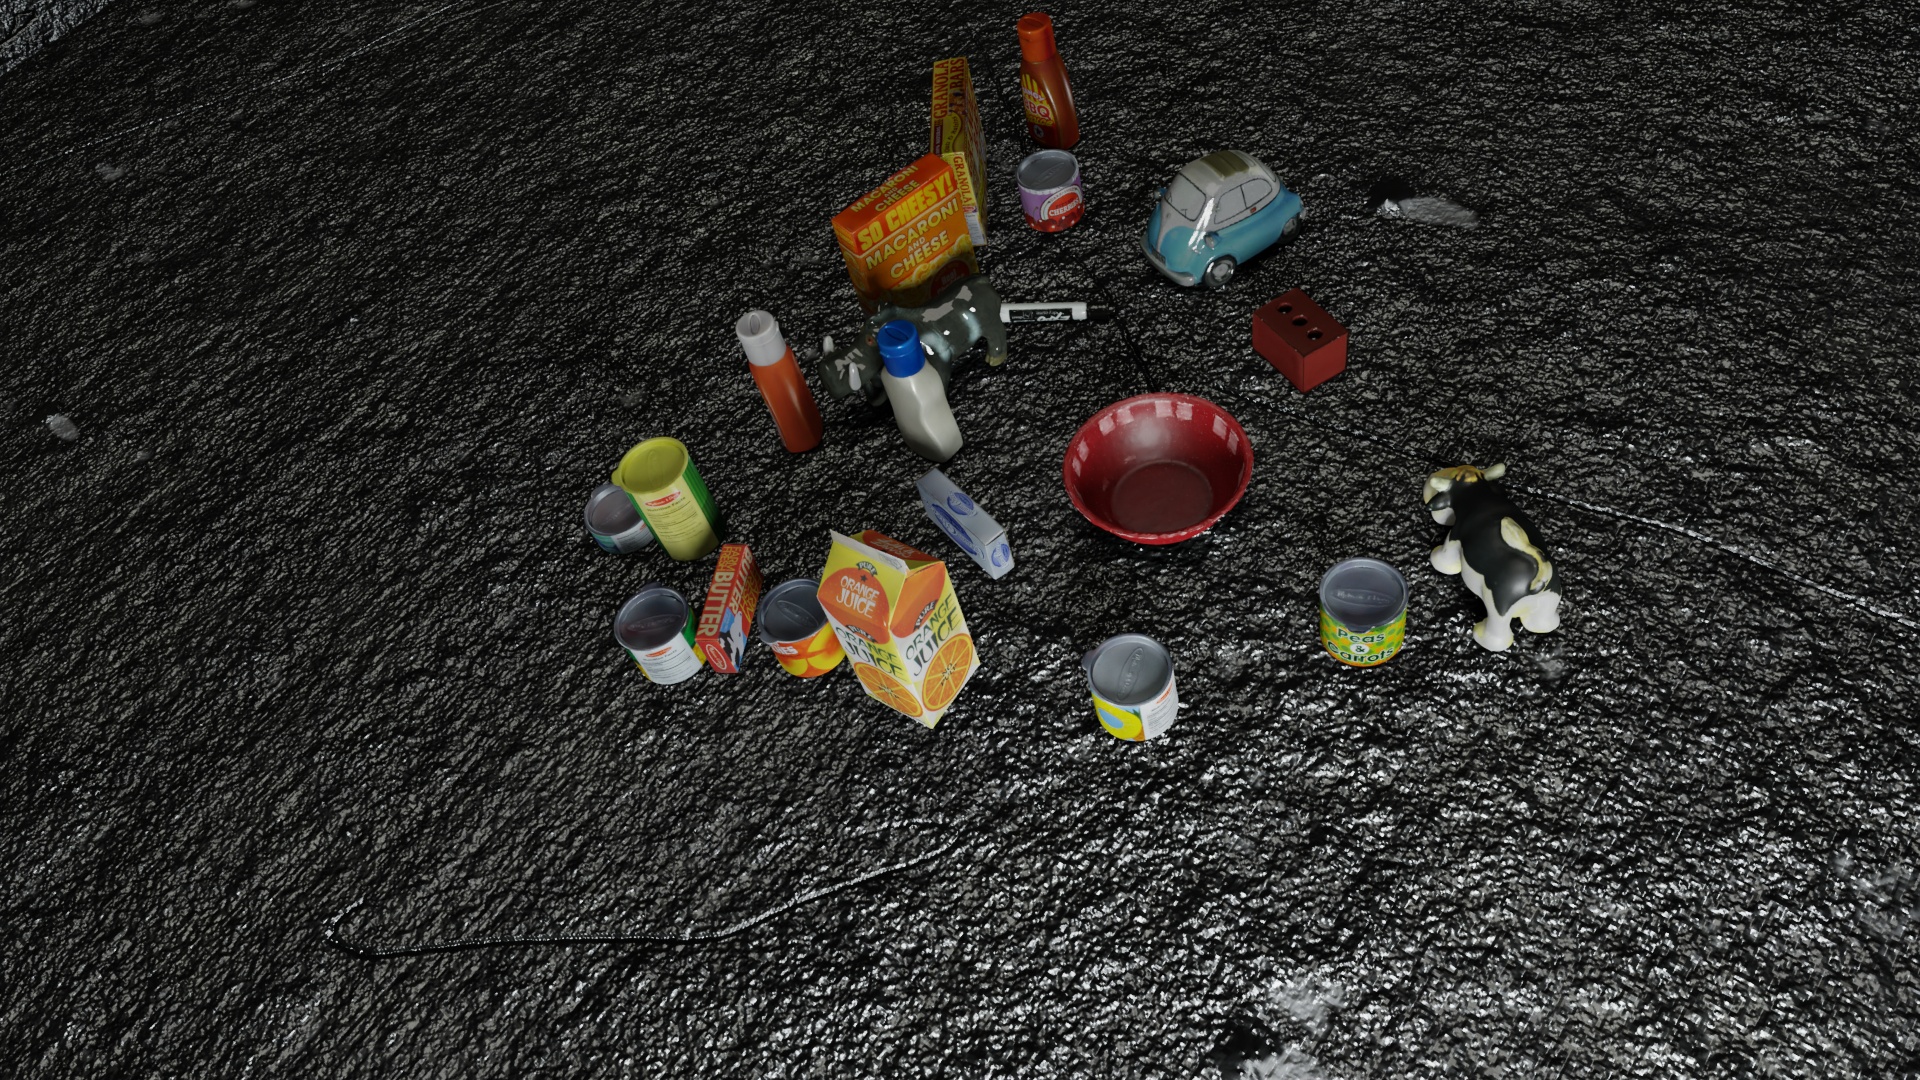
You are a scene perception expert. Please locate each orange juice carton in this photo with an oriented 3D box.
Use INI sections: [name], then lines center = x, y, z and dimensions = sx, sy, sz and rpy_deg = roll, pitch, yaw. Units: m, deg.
[orange juice carton]
center = -0.050, 0.060, 1.082
dimensions = 0.072, 0.191, 0.073
rpy_deg = 24, 62, 28

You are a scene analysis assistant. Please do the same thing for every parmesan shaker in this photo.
[parmesan shaker]
center = -0.265, -0.036, 1.266
dimensions = 0.071, 0.102, 0.071
rpy_deg = -7, 52, 9

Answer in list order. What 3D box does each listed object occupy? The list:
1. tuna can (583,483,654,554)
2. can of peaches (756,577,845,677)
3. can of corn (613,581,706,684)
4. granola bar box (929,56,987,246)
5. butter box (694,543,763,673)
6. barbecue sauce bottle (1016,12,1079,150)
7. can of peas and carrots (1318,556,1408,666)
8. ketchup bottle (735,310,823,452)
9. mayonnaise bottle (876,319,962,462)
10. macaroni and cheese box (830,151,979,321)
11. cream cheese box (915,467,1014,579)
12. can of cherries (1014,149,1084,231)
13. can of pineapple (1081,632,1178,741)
[tuna can]
center = -0.321, -0.023, 1.315
dimensions = 0.071, 0.032, 0.071
rpy_deg = -7, 52, 9
[can of peaches]
center = -0.134, 0.076, 1.177
dimensions = 0.071, 0.057, 0.071
rpy_deg = -7, 52, 9
[can of corn]
center = -0.258, 0.081, 1.204
dimensions = 0.071, 0.058, 0.071
rpy_deg = -7, 52, 9
[granola bar box]
center = -0.001, -0.411, 1.476
dimensions = 0.039, 0.123, 0.166
rpy_deg = -7, 52, 9
[butter box]
center = -0.200, 0.058, 1.210
dimensions = 0.024, 0.053, 0.104
rpy_deg = 0, 53, 14
[barbecue sauce bottle]
center = 0.091, -0.496, 1.503
dimensions = 0.044, 0.147, 0.065
rpy_deg = -40, 54, -16
[can of peas and carrots]
center = 0.312, 0.058, 1.078
dimensions = 0.071, 0.058, 0.071
rpy_deg = -7, 52, 9
[ketchup bottle]
center = -0.169, -0.151, 1.302
dimensions = 0.043, 0.148, 0.065
rpy_deg = -16, 51, 2
[mayonnaise bottle]
center = -0.040, -0.136, 1.258
dimensions = 0.065, 0.147, 0.041
rpy_deg = 33, 67, 32
[macaroni and cheese box]
center = -0.049, -0.277, 1.357
dimensions = 0.124, 0.165, 0.040
rpy_deg = -38, 54, -15
[cream cheese box]
center = 0.004, -0.015, 1.215
dimensions = 0.024, 0.053, 0.104
rpy_deg = -37, 53, -14
[can of cherries]
center = 0.096, -0.366, 1.458
dimensions = 0.071, 0.058, 0.072
rpy_deg = -7, 52, 9
[can of pineapple]
center = 0.133, 0.114, 1.081
dimensions = 0.071, 0.057, 0.071
rpy_deg = -7, 52, 9
